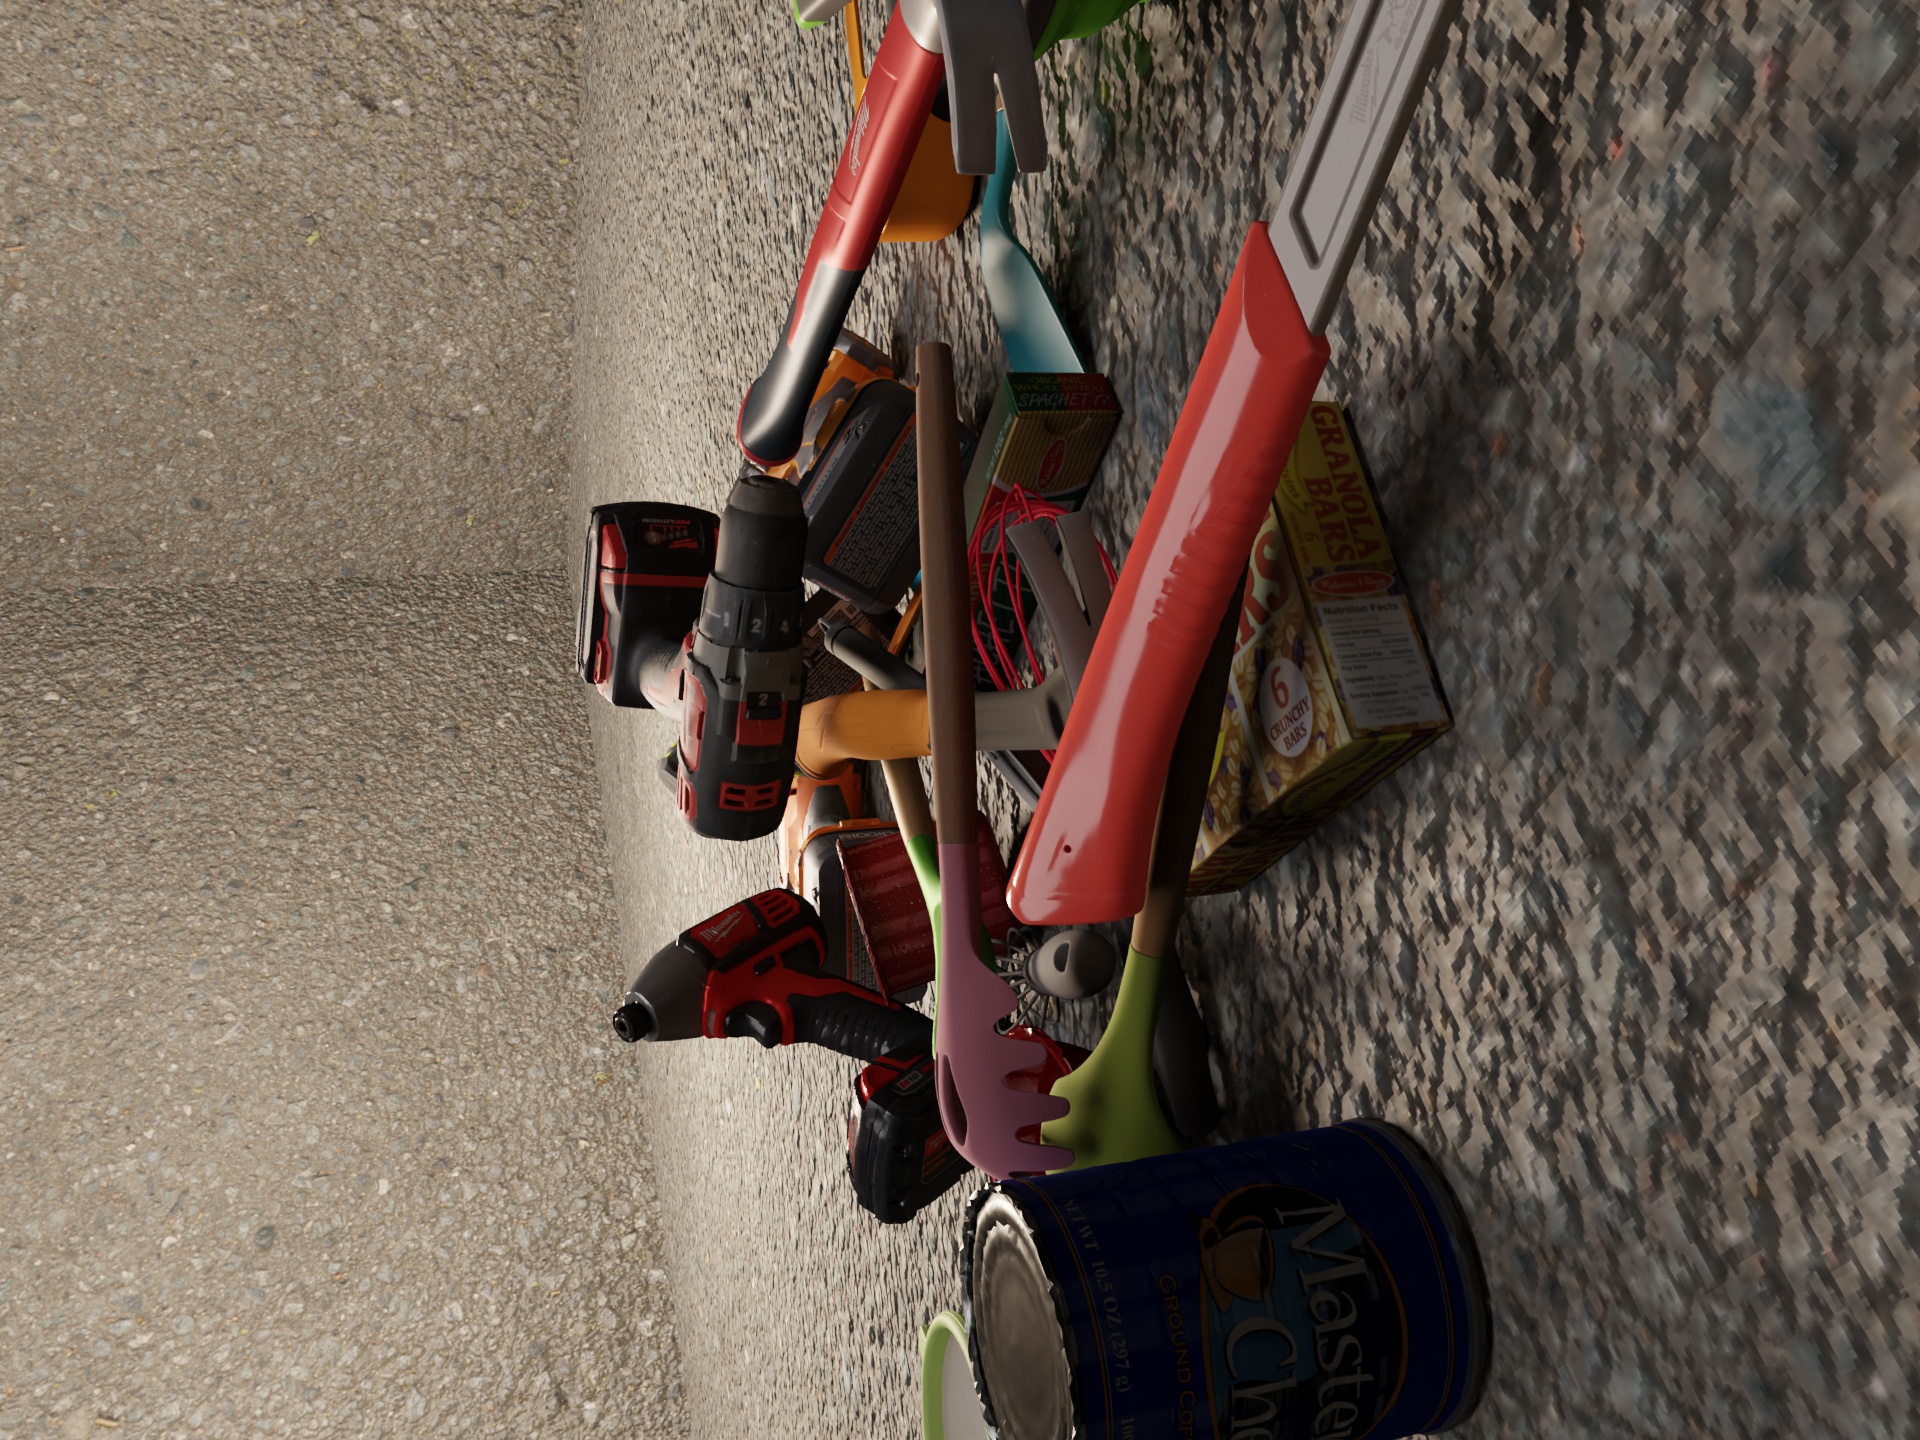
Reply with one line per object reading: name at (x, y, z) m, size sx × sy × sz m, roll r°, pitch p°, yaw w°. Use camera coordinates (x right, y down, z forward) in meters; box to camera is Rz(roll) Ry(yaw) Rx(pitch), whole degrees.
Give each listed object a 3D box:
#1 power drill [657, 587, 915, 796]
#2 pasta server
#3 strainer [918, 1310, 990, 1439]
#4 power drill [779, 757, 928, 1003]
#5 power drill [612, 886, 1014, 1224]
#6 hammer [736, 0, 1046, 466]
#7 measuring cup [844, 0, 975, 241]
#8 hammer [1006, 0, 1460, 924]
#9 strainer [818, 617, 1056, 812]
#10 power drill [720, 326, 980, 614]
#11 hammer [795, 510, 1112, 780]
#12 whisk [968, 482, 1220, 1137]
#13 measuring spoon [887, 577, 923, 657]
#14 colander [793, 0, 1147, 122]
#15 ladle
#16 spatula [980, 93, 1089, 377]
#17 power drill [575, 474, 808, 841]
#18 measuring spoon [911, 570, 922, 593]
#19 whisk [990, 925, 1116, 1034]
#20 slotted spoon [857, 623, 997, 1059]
power drill at (-0.116, -0.020, 1.081) m, size 0.080 × 0.171 × 0.223 m, roll 46°, pitch 159°, yaw -8°
pasta server at (0.005, 0.018, 0.590) m, size 0.060 × 0.040 × 0.316 m, roll 172°, pitch 95°, yaw -68°
strainer at (0.043, 0.361, 0.789) m, size 0.256 × 0.069 × 0.152 m, roll 119°, pitch 145°, yaw -58°
power drill at (-0.083, 0.120, 1.105) m, size 0.227 × 0.084 × 0.164 m, roll -136°, pitch 44°, yaw -70°
power drill at (-0.084, 0.179, 0.899) m, size 0.220 × 0.143 × 0.078 m, roll 26°, pitch 124°, yaw 32°
hammer at (-0.049, -0.195, 0.702) m, size 0.386 × 0.038 × 0.143 m, roll 133°, pitch 127°, yaw -66°
measuring cup at (-0.031, -0.347, 0.888) m, size 0.095 × 0.052 × 0.174 m, roll 125°, pitch 139°, yaw -63°
hammer at (0.074, -0.093, 0.460) m, size 0.149 × 0.036 × 0.359 m, roll 37°, pitch 122°, yaw 31°
strainer at (-0.001, -0.003, 0.801) m, size 0.259 × 0.050 × 0.086 m, roll 35°, pitch 165°, yaw 43°
power drill at (-0.085, -0.136, 0.956) m, size 0.185 × 0.084 × 0.226 m, roll -57°, pitch 27°, yaw 9°
hammer at (-0.017, -0.006, 0.723) m, size 0.337 × 0.034 × 0.127 m, roll -6°, pitch 100°, yaw 65°
whisk at (0.061, 0.032, 0.688) m, size 0.073 × 0.073 × 0.296 m, roll 132°, pitch 125°, yaw -66°
measuring spoon at (-0.014, -0.077, 0.878) m, size 0.117 × 0.011 × 0.021 m, roll -63°, pitch 17°, yaw 0°
colander at (0.012, -0.351, 0.679) m, size 0.397 × 0.094 × 0.204 m, roll -149°, pitch 55°, yaw -68°
ladle at (0.078, 0.052, 0.554) m, size 0.078 × 0.062 × 0.320 m, roll 24°, pitch 119°, yaw 35°
spatula at (0.036, -0.308, 0.743) m, size 0.082 × 0.044 × 0.317 m, roll -159°, pitch 71°, yaw -71°
power drill at (-0.143, -0.060, 0.873) m, size 0.227 × 0.080 × 0.187 m, roll 40°, pitch 126°, yaw 56°
measuring spoon at (-0.009, -0.083, 0.922) m, size 0.129 × 0.021 × 0.042 m, roll -150°, pitch 58°, yaw -70°
whisk at (0.038, 0.116, 0.719) m, size 0.239 × 0.055 × 0.055 m, roll 116°, pitch 147°, yaw -77°
slotted spoon at (-0.024, 0.044, 0.814) m, size 0.314 × 0.031 × 0.070 m, roll -108°, pitch 27°, yaw -49°
